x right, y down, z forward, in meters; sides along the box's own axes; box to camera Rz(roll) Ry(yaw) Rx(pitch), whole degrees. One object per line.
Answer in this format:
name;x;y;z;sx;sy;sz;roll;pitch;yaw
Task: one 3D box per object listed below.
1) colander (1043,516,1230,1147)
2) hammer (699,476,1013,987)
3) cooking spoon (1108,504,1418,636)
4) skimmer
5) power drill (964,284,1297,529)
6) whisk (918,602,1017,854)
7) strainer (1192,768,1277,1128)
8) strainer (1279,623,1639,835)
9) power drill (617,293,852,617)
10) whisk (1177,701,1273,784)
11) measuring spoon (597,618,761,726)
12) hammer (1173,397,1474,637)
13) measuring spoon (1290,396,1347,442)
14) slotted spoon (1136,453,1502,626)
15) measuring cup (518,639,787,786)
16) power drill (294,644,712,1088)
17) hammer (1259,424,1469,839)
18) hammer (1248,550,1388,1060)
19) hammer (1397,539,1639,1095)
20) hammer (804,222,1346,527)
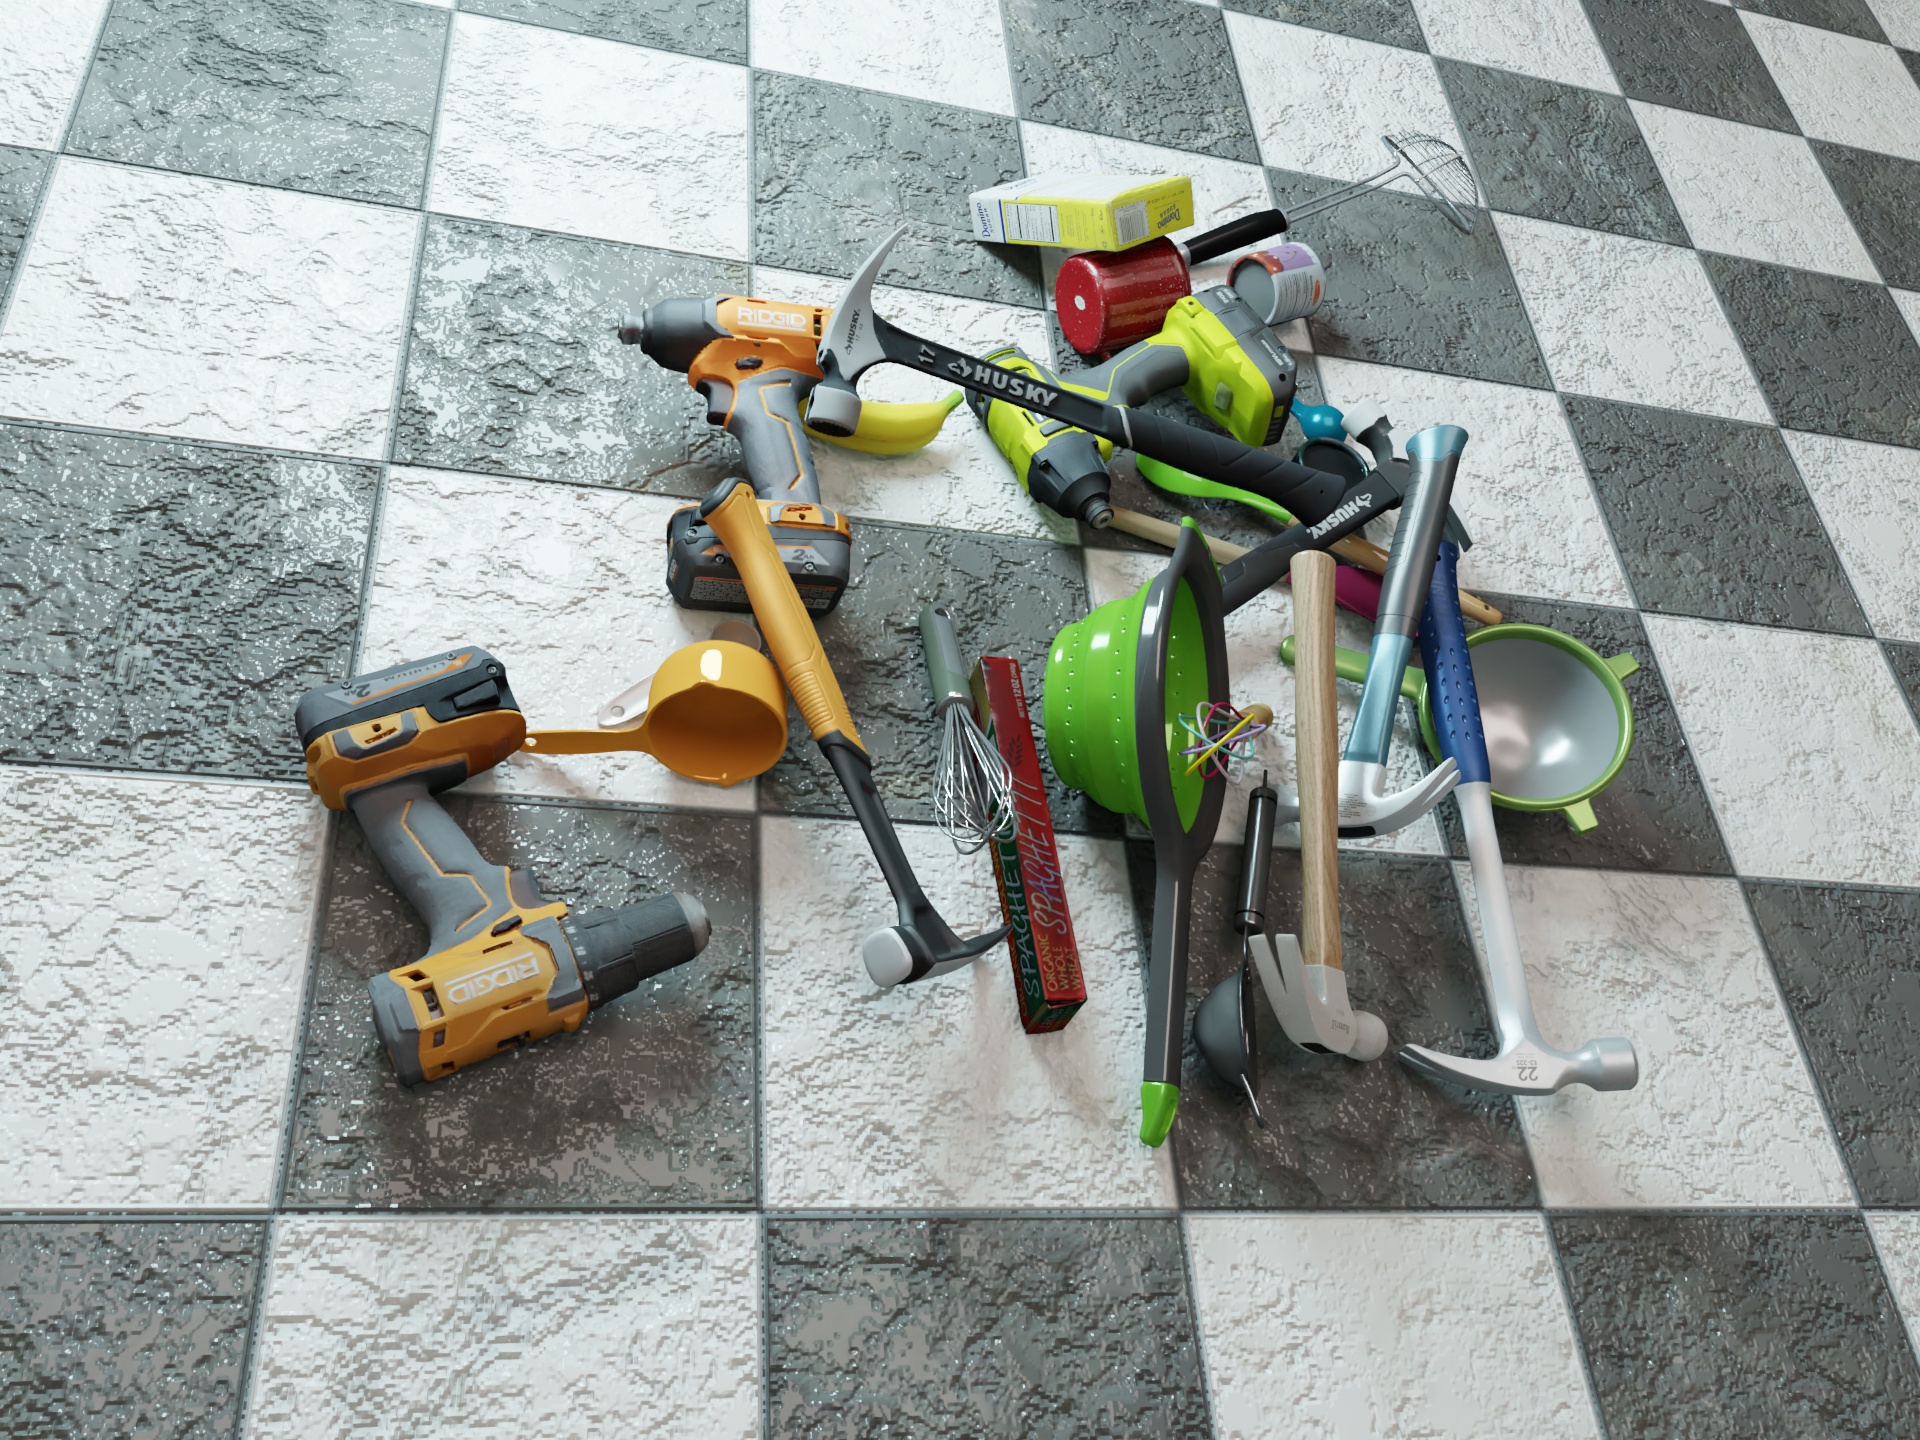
colander;0.104;0.067;1.022;0.094;0.204;0.397;-1;70;21
hammer;-0.075;0.000;0.973;0.127;0.034;0.337;0;61;-61
cooking spoon;0.229;-0.122;1.234;0.319;0.017;0.069;17;42;-7
skimmer;0.340;-0.467;1.492;0.363;0.090;0.127;-25;71;-19
power drill;0.138;-0.239;1.220;0.223;0.080;0.171;-23;60;-16
whisk;-0.002;-0.003;1.026;0.057;0.059;0.247;21;31;-24
strainer;0.182;0.138;1.018;0.050;0.086;0.259;1;52;18
strainer;0.362;-0.007;1.186;0.256;0.069;0.151;18;67;15
power drill;-0.154;-0.191;1.091;0.164;0.084;0.227;3;69;-16
whisk;0.178;0.008;1.041;0.051;0.047;0.245;20;10;15
measuring spoon;-0.184;-0.027;1.040;0.124;0.018;0.034;-34;74;-26
hammer;0.243;-0.119;1.200;0.335;0.035;0.146;-32;76;-23
measuring spoon;0.279;-0.281;1.352;0.129;0.021;0.042;41;55;9
slotted spoon;0.285;-0.151;1.258;0.314;0.031;0.070;27;52;2
measuring cup;-0.193;-0.006;0.991;0.173;0.095;0.052;-3;47;3
power drill;-0.261;0.073;0.902;0.185;0.084;0.226;-18;69;-23
hammer;0.309;-0.069;1.130;0.128;0.033;0.331;6;66;29
hammer;0.230;0.046;1.027;0.130;0.031;0.331;24;63;-47
hammer;0.349;0.055;1.097;0.144;0.035;0.406;-4;64;3
hammer;0.098;-0.218;1.123;0.408;0.036;0.149;15;83;-20
